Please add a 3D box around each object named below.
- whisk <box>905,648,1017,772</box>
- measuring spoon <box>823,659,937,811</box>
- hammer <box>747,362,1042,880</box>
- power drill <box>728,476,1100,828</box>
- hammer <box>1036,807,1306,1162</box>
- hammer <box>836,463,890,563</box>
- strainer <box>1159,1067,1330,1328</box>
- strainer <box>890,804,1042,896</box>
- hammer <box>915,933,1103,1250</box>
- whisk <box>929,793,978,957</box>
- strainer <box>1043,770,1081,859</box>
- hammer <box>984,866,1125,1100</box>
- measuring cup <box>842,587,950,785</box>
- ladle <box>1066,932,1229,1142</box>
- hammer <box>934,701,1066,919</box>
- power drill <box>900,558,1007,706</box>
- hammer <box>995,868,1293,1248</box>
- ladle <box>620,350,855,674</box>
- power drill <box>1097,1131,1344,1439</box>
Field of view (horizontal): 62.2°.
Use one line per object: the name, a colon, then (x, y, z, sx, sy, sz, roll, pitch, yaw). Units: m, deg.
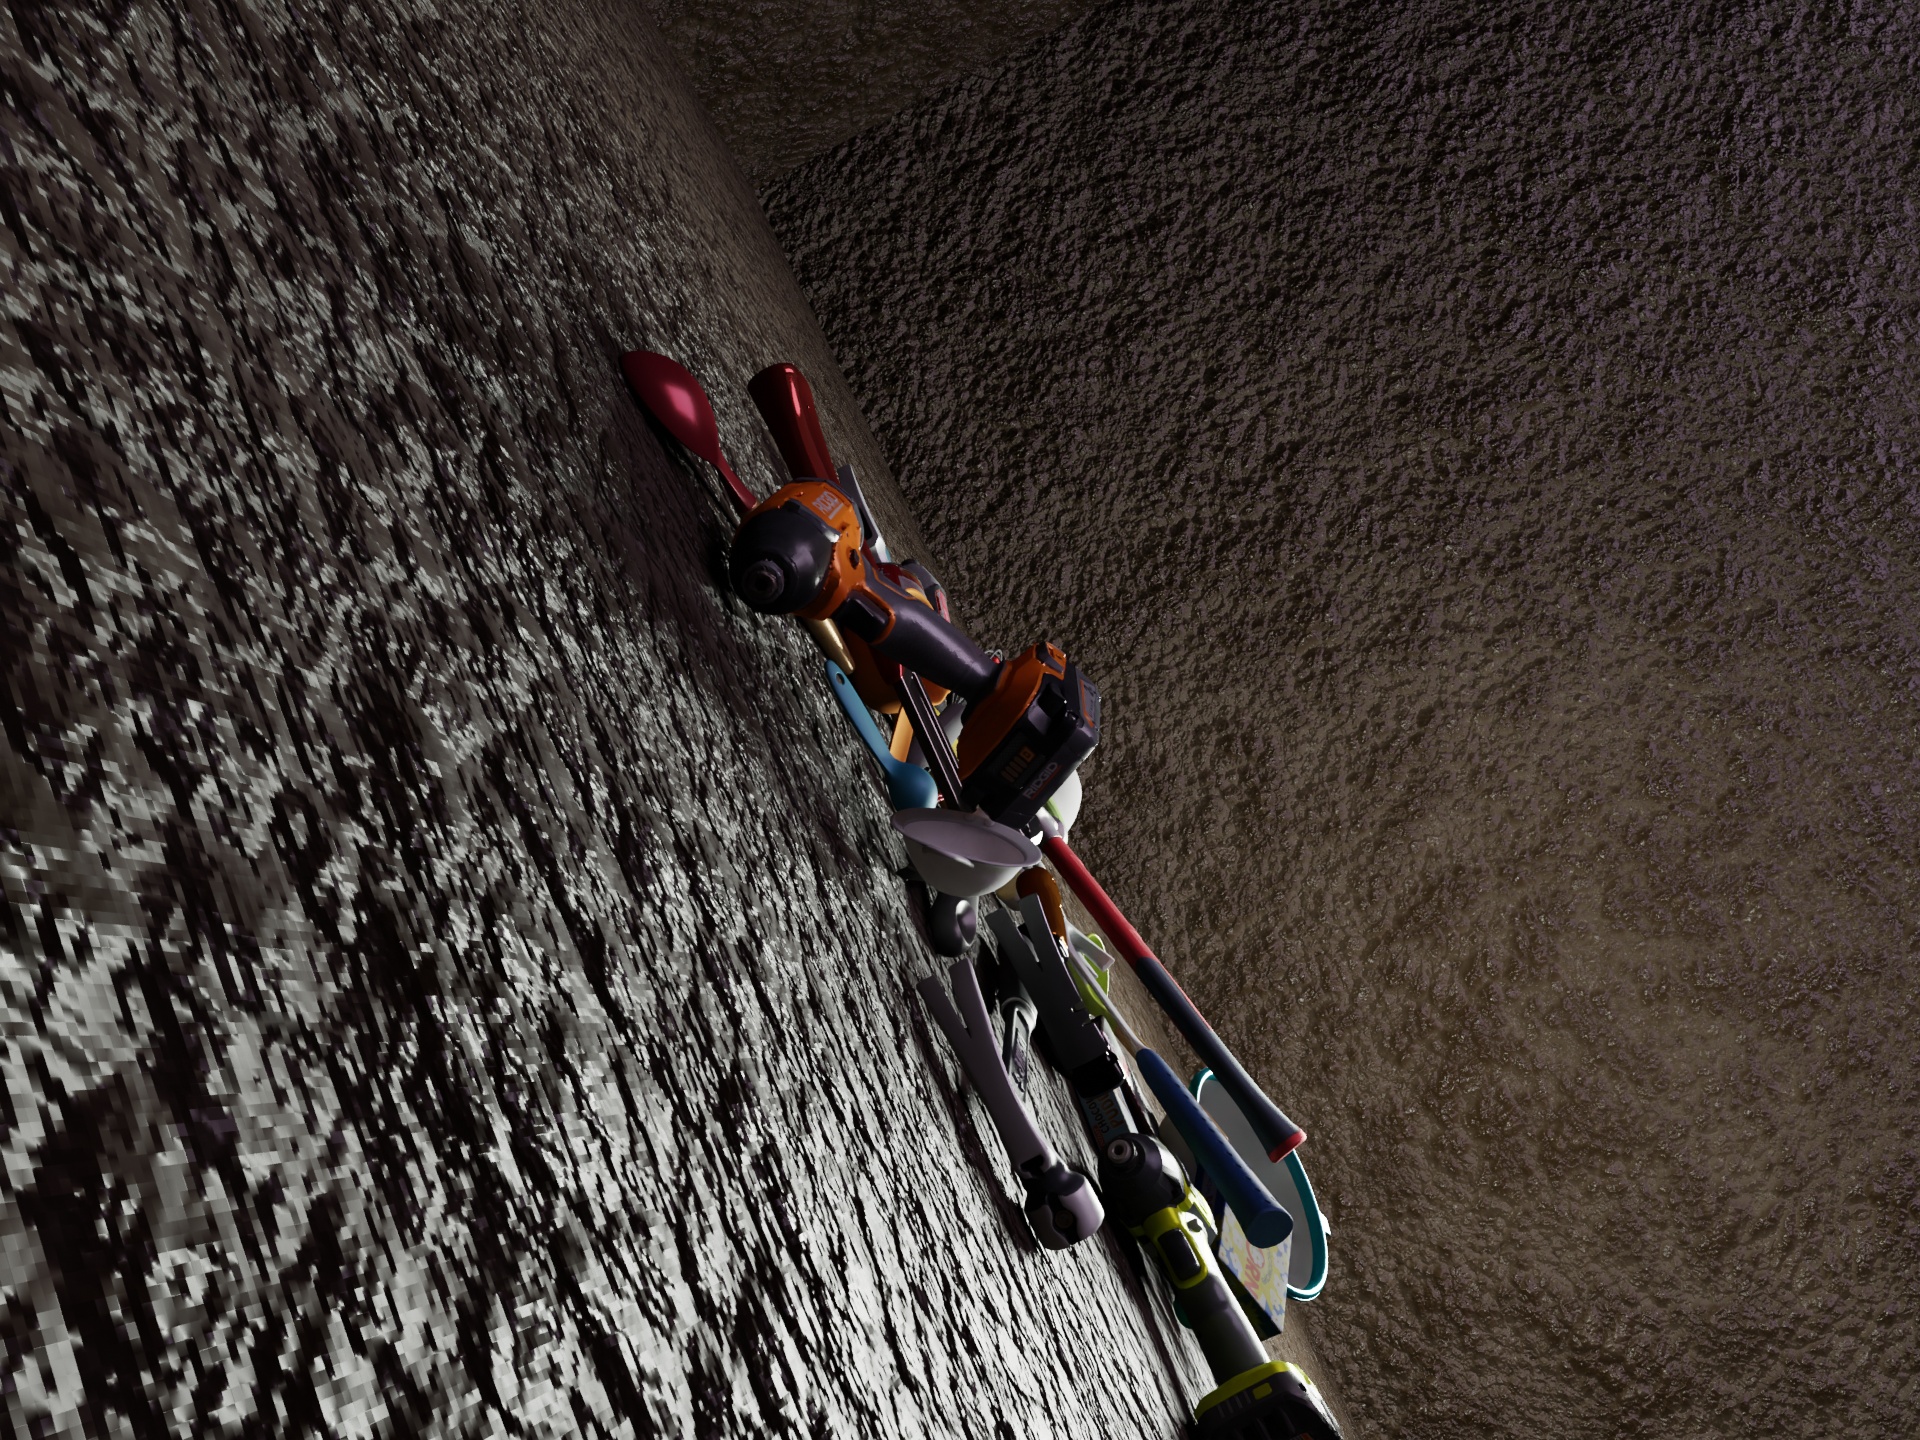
whisk: (-0.001, -0.004, 1.248, 0.055, 0.055, 0.239, 63, 26, -10)
measuring spoon: (-0.050, 0.011, 1.054, 0.128, 0.021, 0.042, 59, 31, -17)
hammer: (-0.059, -0.069, 1.016, 0.149, 0.036, 0.359, -4, 67, -61)
power drill: (-0.031, -0.042, 0.888, 0.226, 0.084, 0.164, 38, 17, -6)
hammer: (0.164, 0.219, 1.401, 0.387, 0.038, 0.143, 52, 3, 24)
hammer: (-0.090, -0.172, 1.552, 0.128, 0.033, 0.331, 64, 0, -2)
strainer: (0.206, 0.433, 1.351, 0.211, 0.095, 0.340, 59, 24, 3)
strainer: (0.018, 0.055, 0.945, 0.258, 0.087, 0.050, -47, 152, -68)
hammer: (0.032, 0.184, 0.988, 0.149, 0.036, 0.409, 62, 4, -2)
whisk: (0.005, 0.096, 1.074, 0.073, 0.073, 0.296, 63, 10, -10)
strainer: (0.078, 0.036, 1.565, 0.151, 0.069, 0.256, 46, -20, 14)
hammer: (0.057, 0.145, 1.094, 0.127, 0.034, 0.337, 63, 3, -6)
measuring cup: (-0.055, -0.017, 1.134, 0.095, 0.052, 0.174, 57, 32, -40)
ladle: (0.166, 0.284, 1.421, 0.320, 0.062, 0.078, 42, -26, 62)
hammer: (0.023, 0.078, 1.526, 0.334, 0.035, 0.146, 61, 4, -30)
power drill: (-0.011, -0.064, 1.650, 0.219, 0.078, 0.143, 53, 19, -50)
hammer: (0.148, 0.266, 1.274, 0.143, 0.035, 0.406, 46, 3, -35)
ladle: (-0.124, -0.117, 0.989, 0.315, 0.031, 0.069, 61, 5, -54)
power drill: (0.163, 0.390, 1.071, 0.223, 0.080, 0.171, 62, 2, 41)
